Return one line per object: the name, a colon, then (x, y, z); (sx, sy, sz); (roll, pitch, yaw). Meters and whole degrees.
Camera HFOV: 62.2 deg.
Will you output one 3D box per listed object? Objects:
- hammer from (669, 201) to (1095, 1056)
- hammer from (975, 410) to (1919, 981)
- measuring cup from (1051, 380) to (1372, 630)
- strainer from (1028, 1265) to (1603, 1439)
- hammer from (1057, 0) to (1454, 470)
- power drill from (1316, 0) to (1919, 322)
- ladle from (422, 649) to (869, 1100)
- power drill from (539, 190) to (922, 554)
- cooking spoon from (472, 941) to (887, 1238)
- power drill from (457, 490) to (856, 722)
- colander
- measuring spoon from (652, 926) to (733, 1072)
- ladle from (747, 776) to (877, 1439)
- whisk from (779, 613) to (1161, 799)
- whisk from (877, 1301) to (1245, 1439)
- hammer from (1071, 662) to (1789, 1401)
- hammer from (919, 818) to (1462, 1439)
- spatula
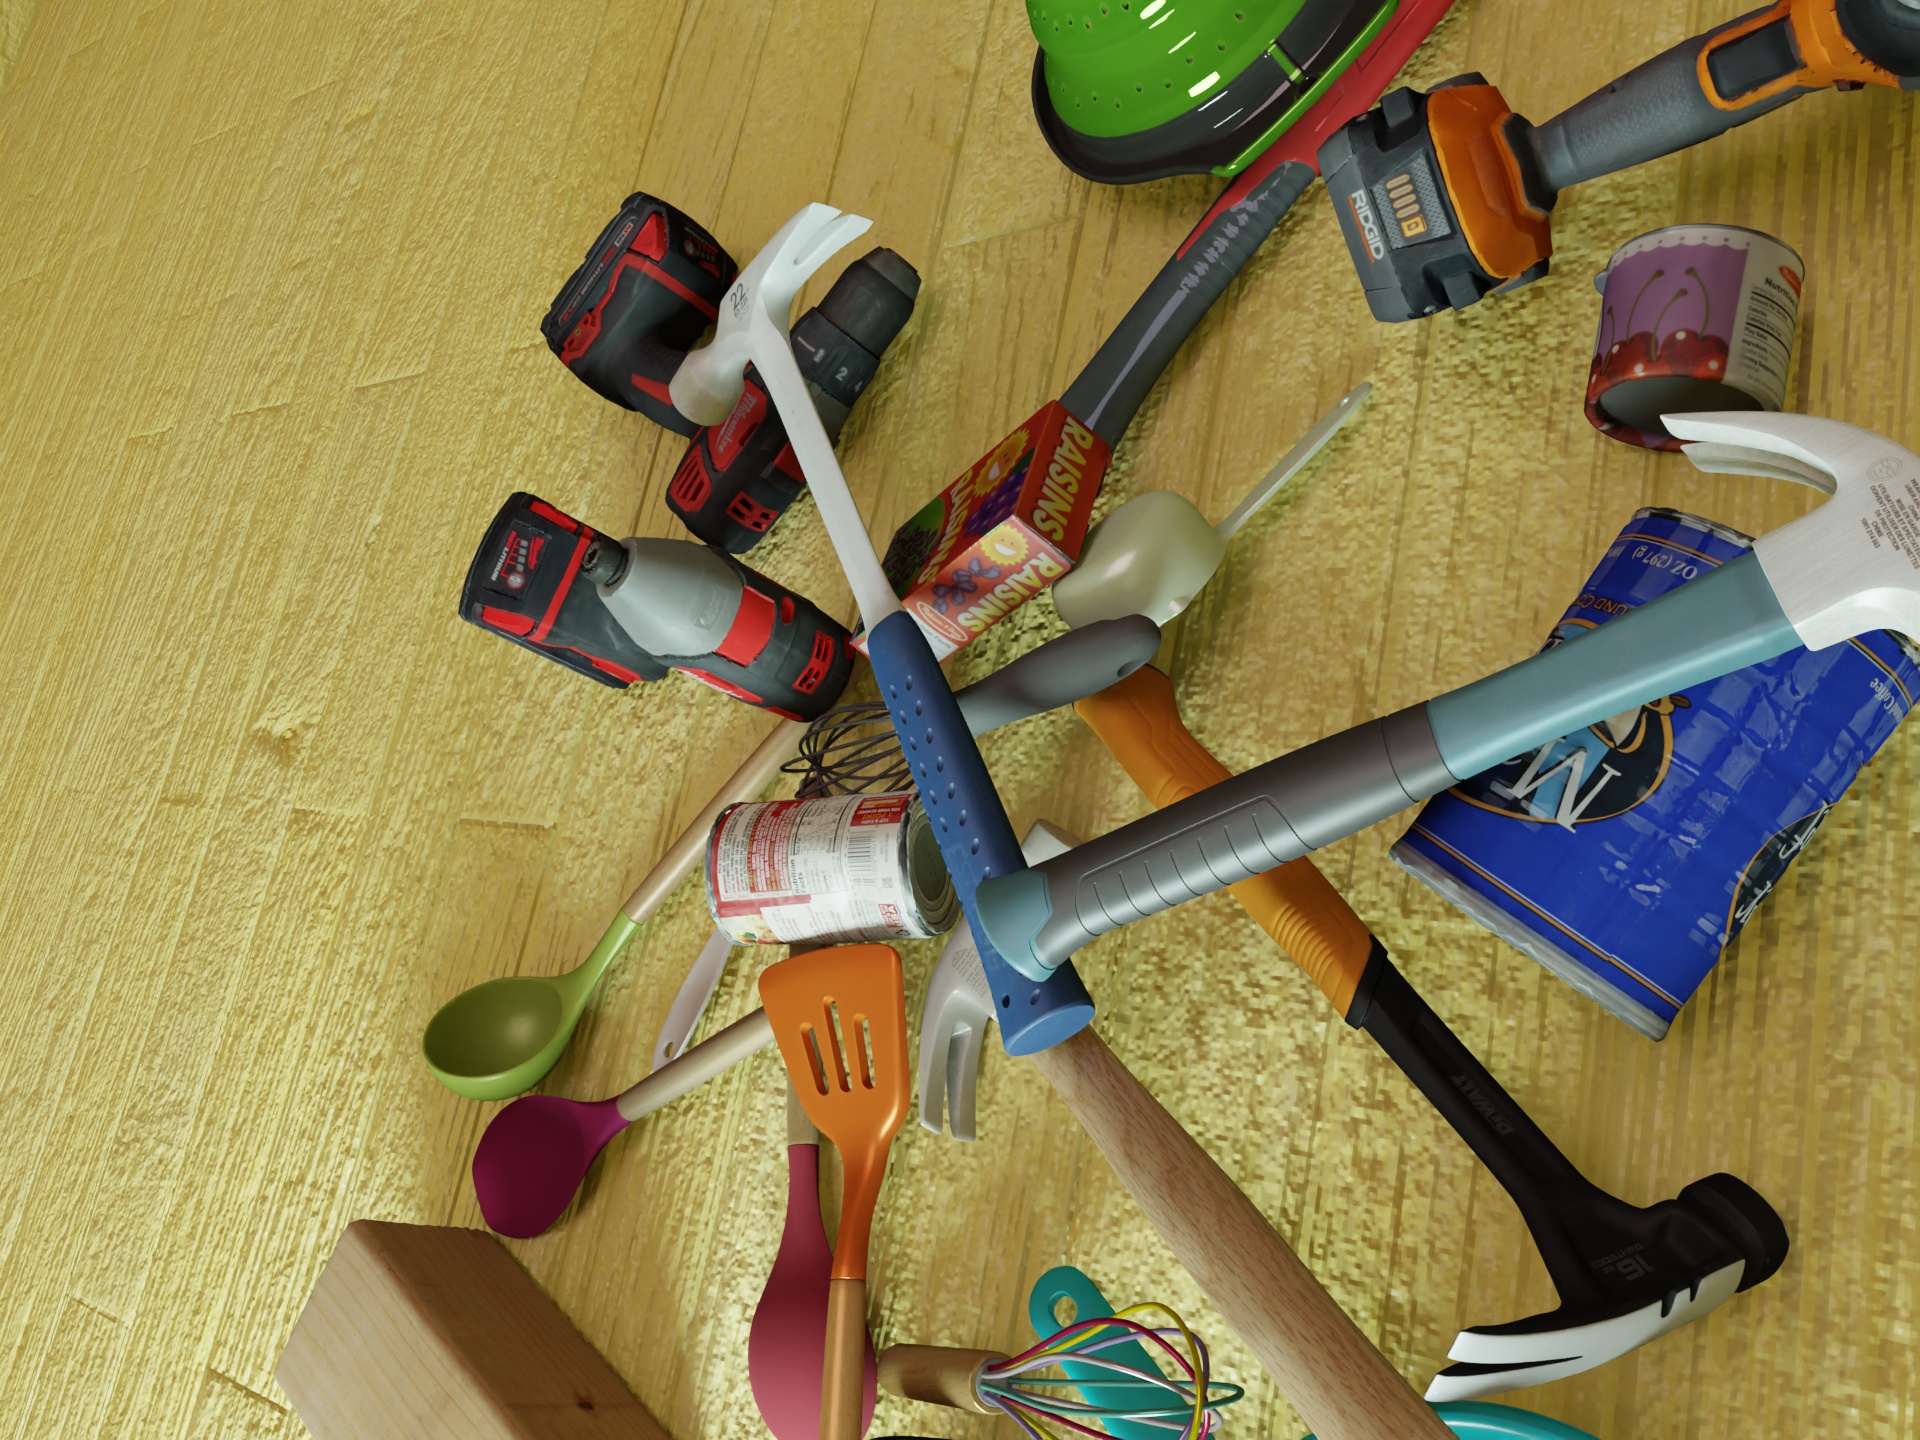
hammer: (-0.032, -0.052, 0.689); (0.144, 0.035, 0.406); (-47, 54, 37)
hammer: (0.139, 0.013, 0.497); (0.331, 0.033, 0.128); (-27, 53, 30)
measuring cup: (0.106, -0.098, 0.686); (0.167, 0.038, 0.083); (-44, 15, 3)
strainer: (0.125, 0.294, 0.499); (0.211, 0.095, 0.341); (-48, 29, -4)
hammer: (0.149, -0.275, 0.742); (0.386, 0.038, 0.143); (-51, 48, 10)
power drill: (0.249, -0.218, 0.559); (0.226, 0.164, 0.084); (-17, 99, 34)
ladle: (-0.164, 0.078, 0.833); (0.320, 0.062, 0.078); (-48, 36, 9)
power drill: (-0.132, -0.223, 0.921); (0.188, 0.080, 0.227); (-51, 52, 10)
cooking spoon: (-0.147, 0.181, 0.781); (0.319, 0.017, 0.069); (-35, 67, 31)
power drill: (-0.166, -0.060, 0.819); (0.220, 0.143, 0.078); (14, 79, 51)
colander: (0.068, -0.420, 0.801); (0.204, 0.094, 0.398); (-44, 44, 19)
measuring spoon: (-0.124, 0.128, 0.810); (0.034, 0.018, 0.124); (37, 103, 42)
ladle: (-0.071, 0.172, 0.739); (0.069, 0.031, 0.316); (-18, 60, 28)
whisk: (-0.002, -0.003, 0.711); (0.239, 0.055, 0.055); (-23, 58, 45)
whisk: (0.023, 0.232, 0.565); (0.245, 0.051, 0.047); (-37, 69, 60)
hammer: (0.126, 0.081, 0.578); (0.337, 0.127, 0.034); (54, 146, 44)
hammer: (0.072, 0.163, 0.576); (0.130, 0.031, 0.332); (-57, 34, 8)
spatula: (-0.053, 0.254, 0.651); (0.081, 0.041, 0.323); (-15, 60, 31)
